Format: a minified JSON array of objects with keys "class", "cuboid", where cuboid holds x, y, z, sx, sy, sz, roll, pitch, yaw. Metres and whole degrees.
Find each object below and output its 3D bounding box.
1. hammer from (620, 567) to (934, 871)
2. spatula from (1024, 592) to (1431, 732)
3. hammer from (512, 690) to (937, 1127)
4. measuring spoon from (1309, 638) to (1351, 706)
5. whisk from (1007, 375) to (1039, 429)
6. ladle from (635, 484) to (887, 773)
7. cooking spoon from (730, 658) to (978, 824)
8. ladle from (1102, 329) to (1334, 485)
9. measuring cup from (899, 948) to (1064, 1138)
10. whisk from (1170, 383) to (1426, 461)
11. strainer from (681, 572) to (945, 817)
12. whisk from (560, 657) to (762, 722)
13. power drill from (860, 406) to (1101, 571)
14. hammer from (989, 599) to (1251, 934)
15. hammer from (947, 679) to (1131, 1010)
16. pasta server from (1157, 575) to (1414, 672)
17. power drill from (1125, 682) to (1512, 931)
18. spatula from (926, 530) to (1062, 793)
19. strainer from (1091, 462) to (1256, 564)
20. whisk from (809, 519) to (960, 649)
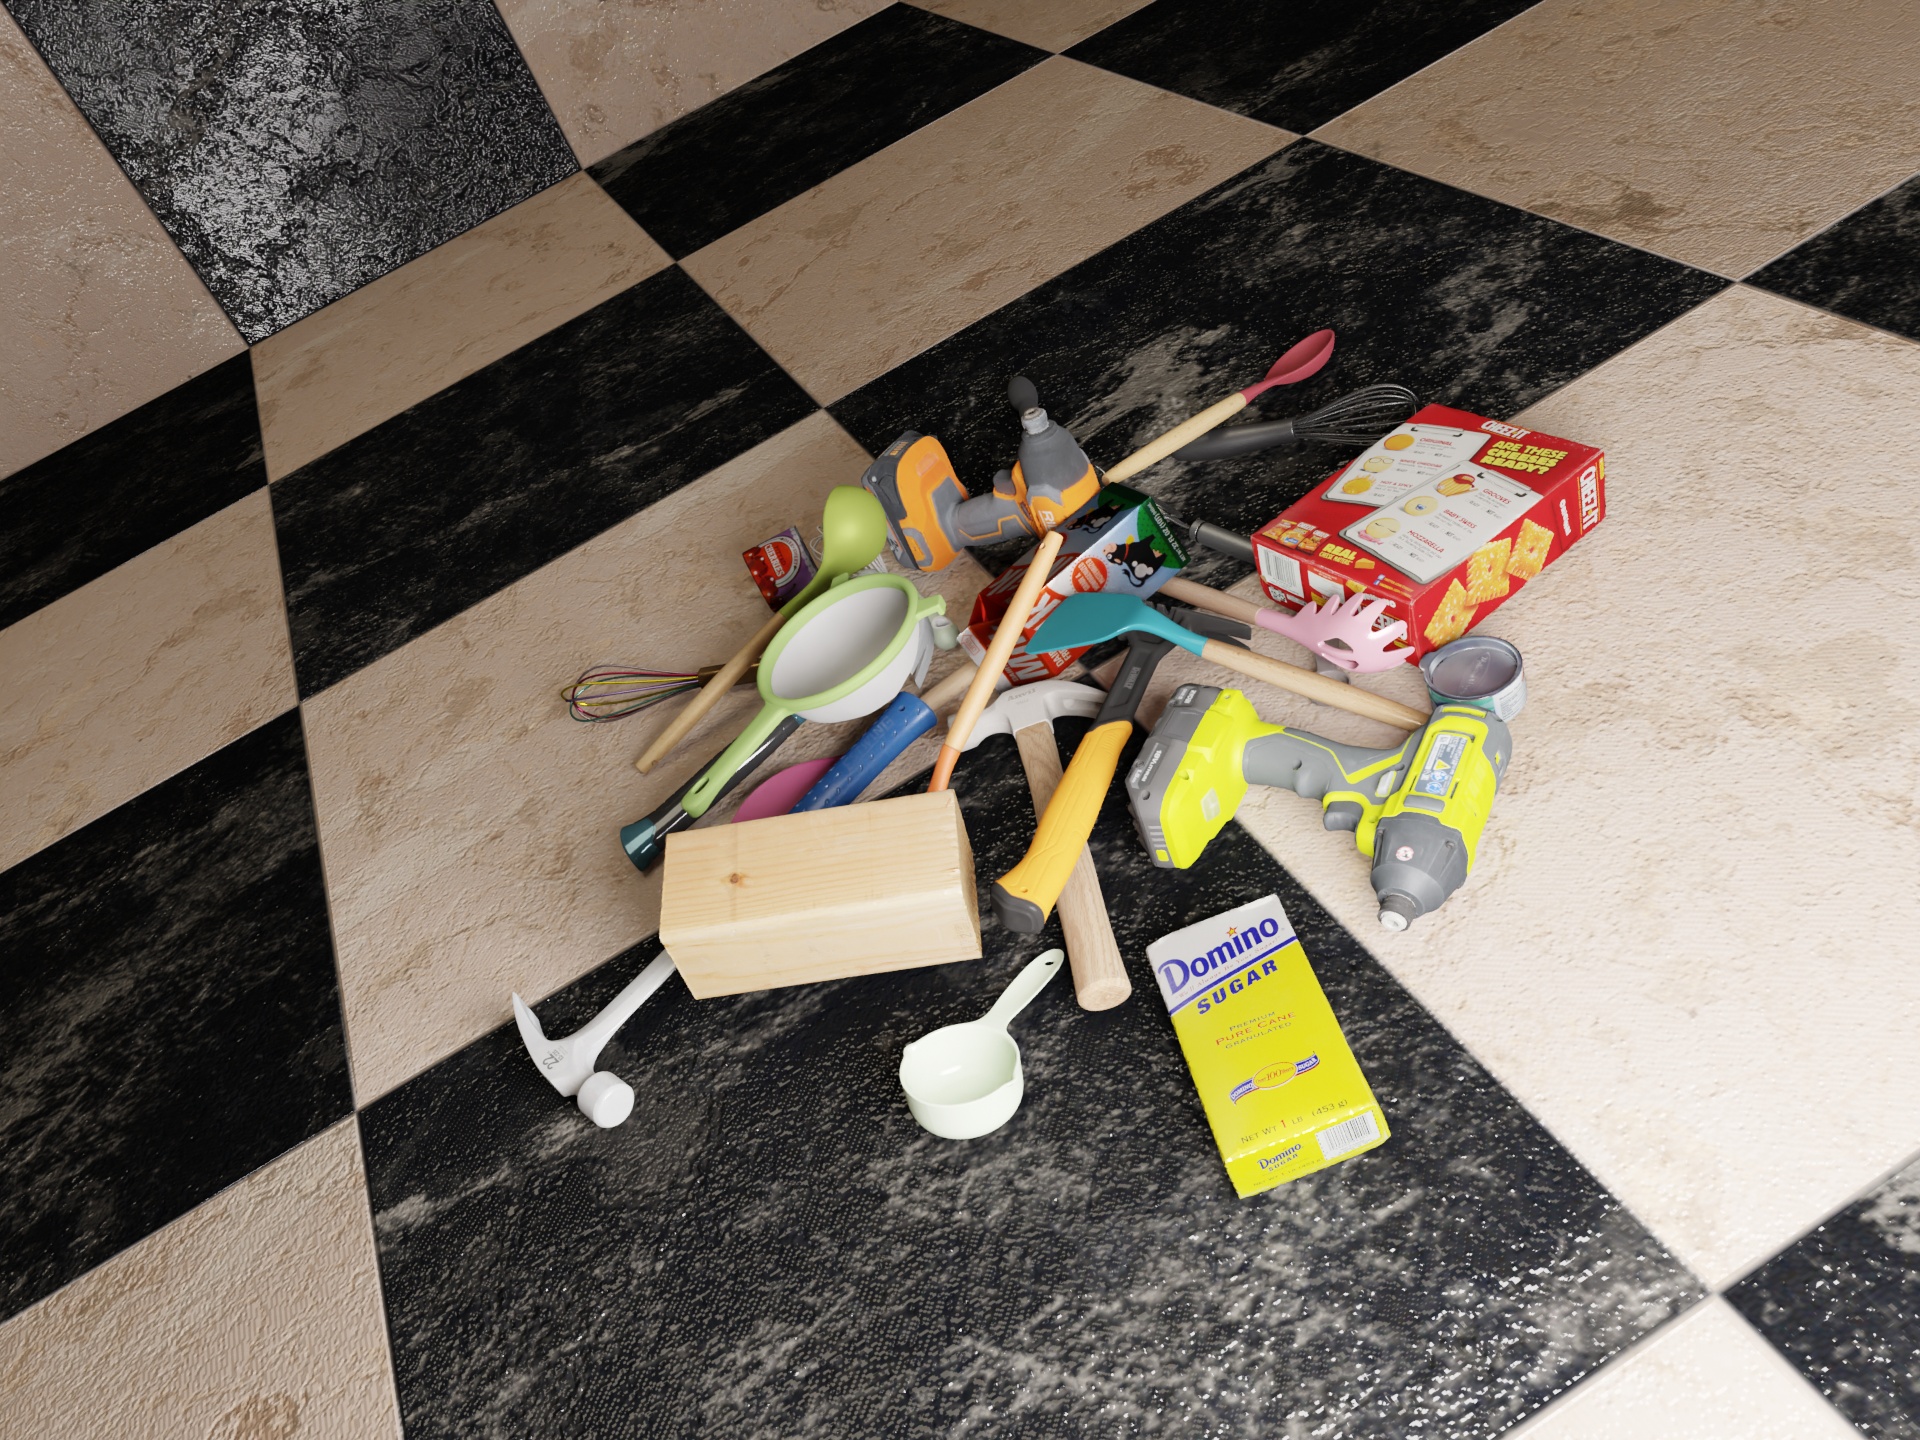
[{"class":"hammer","cuboid":[-0.156,0.004,1.347,0.331,0.033,0.128,-42,49,-13]},{"class":"spatula","cuboid":[0.202,-0.037,1.159,0.318,0.044,0.082,21,47,21]},{"class":"hammer","cuboid":[-0.169,0.122,1.217,0.144,0.035,0.405,24,60,39]},{"class":"measuring spoon","cuboid":[0.277,-0.047,1.201,0.034,0.018,0.124,-8,34,18]},{"class":"whisk","cuboid":[0.078,-0.279,1.555,0.070,0.070,0.285,-21,33,6]},{"class":"ladle","cuboid":[-0.182,-0.080,1.417,0.320,0.078,0.062,-47,58,0]},{"class":"cooking spoon","cuboid":[-0.058,0.010,1.315,0.319,0.017,0.069,-38,55,-16]},{"class":"ladle","cuboid":[0.237,-0.281,1.436,0.315,0.031,0.069,-34,14,-30]},{"class":"measuring cup","cuboid":[0.026,0.208,1.030,0.083,0.038,0.167,8,32,32]},{"class":"whisk","cuboid":[0.295,-0.256,1.410,0.239,0.055,0.055,-5,42,32]},{"class":"strainer","cuboid":[-0.117,-0.007,1.264,0.256,0.069,0.152,-50,36,-18]},{"class":"whisk","cuboid":[-0.259,-0.035,1.466,0.245,0.047,0.051,-8,39,17]},{"class":"power drill","cuboid":[0.025,-0.202,1.402,0.227,0.164,0.084,9,46,39]},{"class":"hammer","cuboid":[0.107,0.026,1.139,0.127,0.034,0.337,13,44,19]},{"class":"hammer","cuboid":[0.074,0.078,1.149,0.130,0.031,0.332,-21,37,6]},{"class":"pasta server","cuboid":[0.224,-0.090,1.240,0.040,0.060,0.316,-36,30,-15]},{"class":"power drill","cuboid":[0.232,0.053,1.056,0.223,0.080,0.171,9,49,33]},{"class":"spatula","cuboid":[-0.002,-0.004,1.217,0.081,0.041,0.322,20,82,53]},{"class":"strainer","cuboid":[0.197,-0.162,1.357,0.086,0.050,0.259,2,20,-45]},{"class":"whisk","cuboid":[-0.070,-0.126,1.464,0.058,0.059,0.247,-23,40,-22]}]
